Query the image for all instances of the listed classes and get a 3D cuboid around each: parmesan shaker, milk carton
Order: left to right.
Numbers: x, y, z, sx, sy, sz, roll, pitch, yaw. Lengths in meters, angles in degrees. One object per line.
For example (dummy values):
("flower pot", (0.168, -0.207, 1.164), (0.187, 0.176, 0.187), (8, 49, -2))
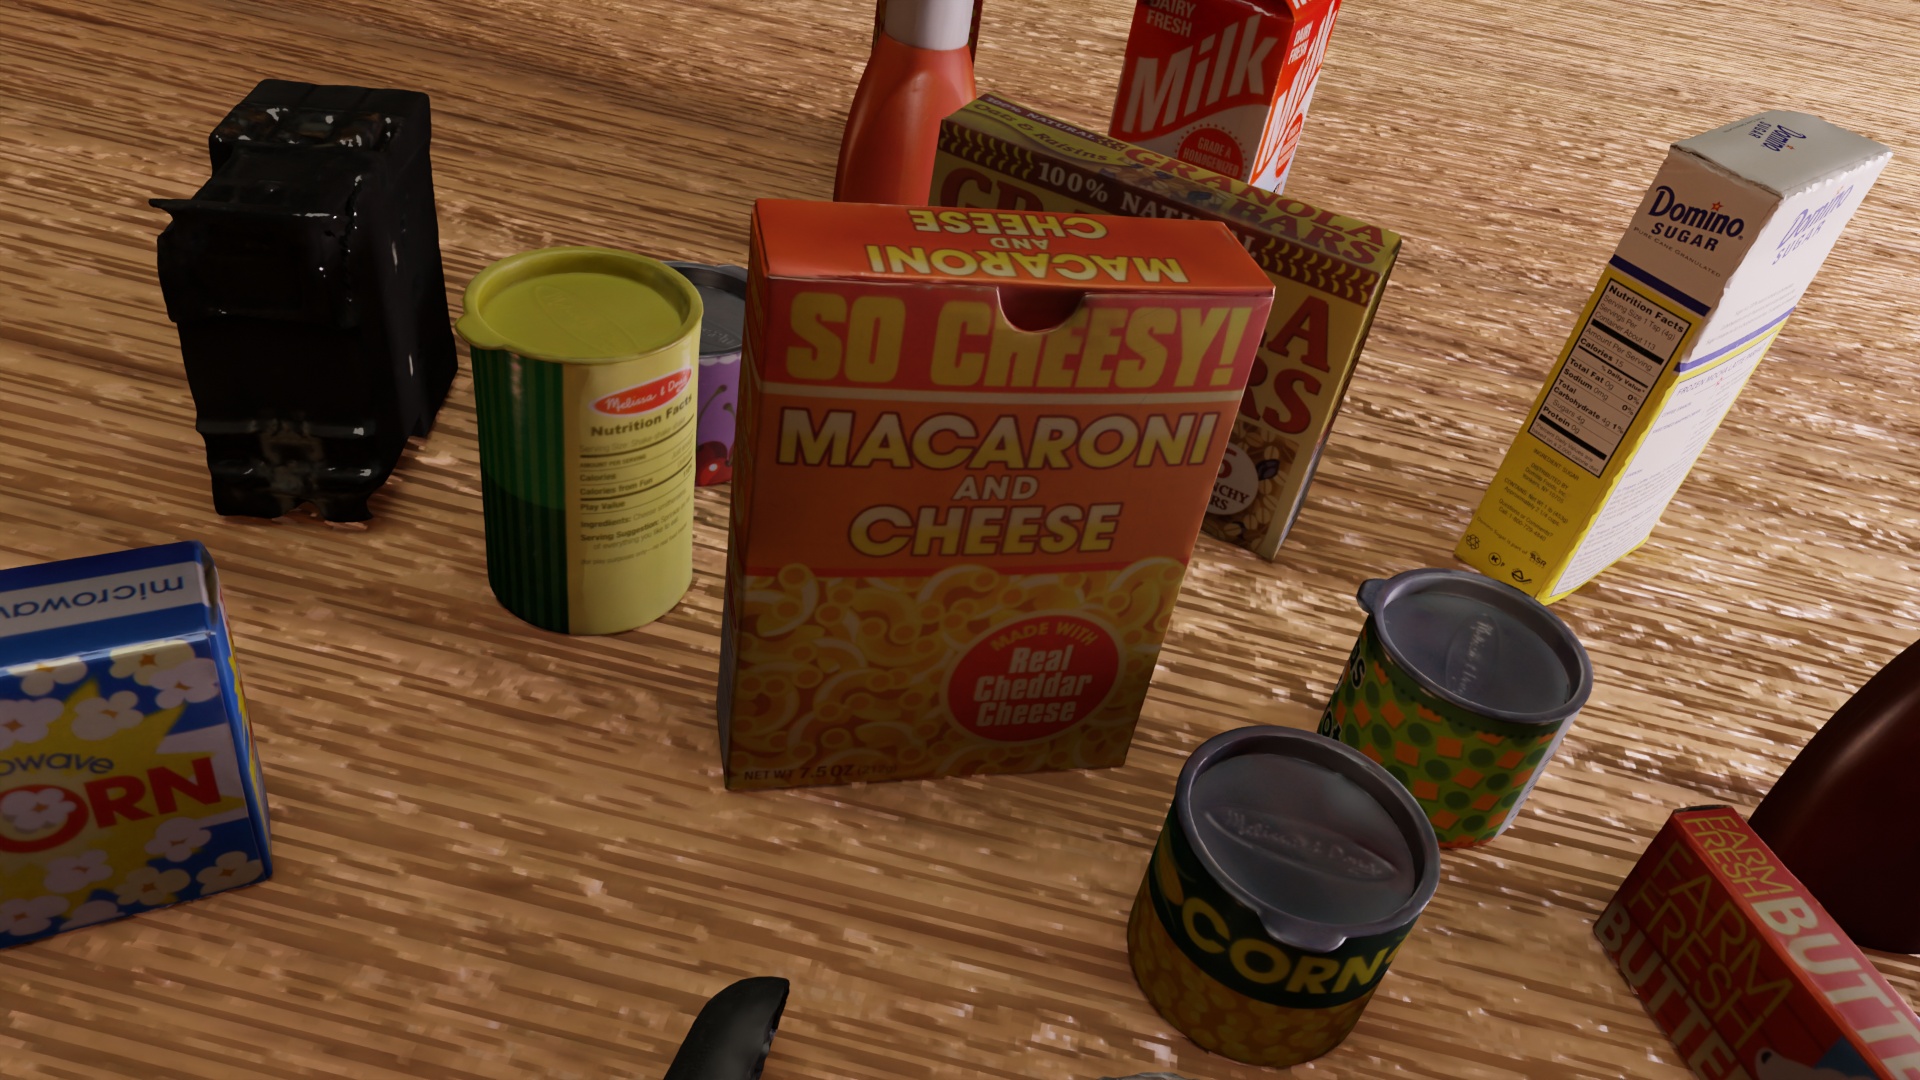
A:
("parmesan shaker", (-0.117, -0.029, 0.427), (0.071, 0.102, 0.072), (7, 38, -5))
("milk carton", (0.117, -0.203, 0.637), (0.073, 0.189, 0.073), (25, 40, 18))

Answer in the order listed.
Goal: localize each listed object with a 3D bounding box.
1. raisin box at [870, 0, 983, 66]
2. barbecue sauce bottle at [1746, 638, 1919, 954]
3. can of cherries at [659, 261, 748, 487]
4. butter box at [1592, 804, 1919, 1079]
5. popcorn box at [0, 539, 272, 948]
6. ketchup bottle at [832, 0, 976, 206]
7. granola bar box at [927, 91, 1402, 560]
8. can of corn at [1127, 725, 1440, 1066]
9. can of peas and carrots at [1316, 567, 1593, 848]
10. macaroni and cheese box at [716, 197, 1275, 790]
("raisin box", (-0.022, -0.248, 0.715), (0.040, 0.122, 0.086), (0, 39, -14))
("barbecue sauce bottle", (0.284, 0.053, 0.386), (0.065, 0.147, 0.044), (16, 38, 6))
("can of cherries", (-0.099, -0.062, 0.511), (0.071, 0.058, 0.072), (7, 38, -5))
("butter box", (0.210, 0.124, 0.355), (0.024, 0.052, 0.104), (-3, 40, -17))
("popcorn box", (-0.229, 0.053, 0.309), (0.127, 0.084, 0.038), (-11, 43, -26))
("ketchup bottle", (-0.020, -0.188, 0.618), (0.065, 0.148, 0.044), (1, 39, -13))
("granola bar box", (0.064, -0.081, 0.522), (0.166, 0.123, 0.039), (25, 39, 17))
("can of corn", (0.080, 0.093, 0.357), (0.071, 0.058, 0.071), (7, 38, -5))
("can of peas and carrots", (0.147, 0.050, 0.428), (0.071, 0.058, 0.071), (7, 38, -5))
("macaroni and cheese box", (0.001, -0.005, 0.374), (0.124, 0.165, 0.040), (-1, 39, -16))
